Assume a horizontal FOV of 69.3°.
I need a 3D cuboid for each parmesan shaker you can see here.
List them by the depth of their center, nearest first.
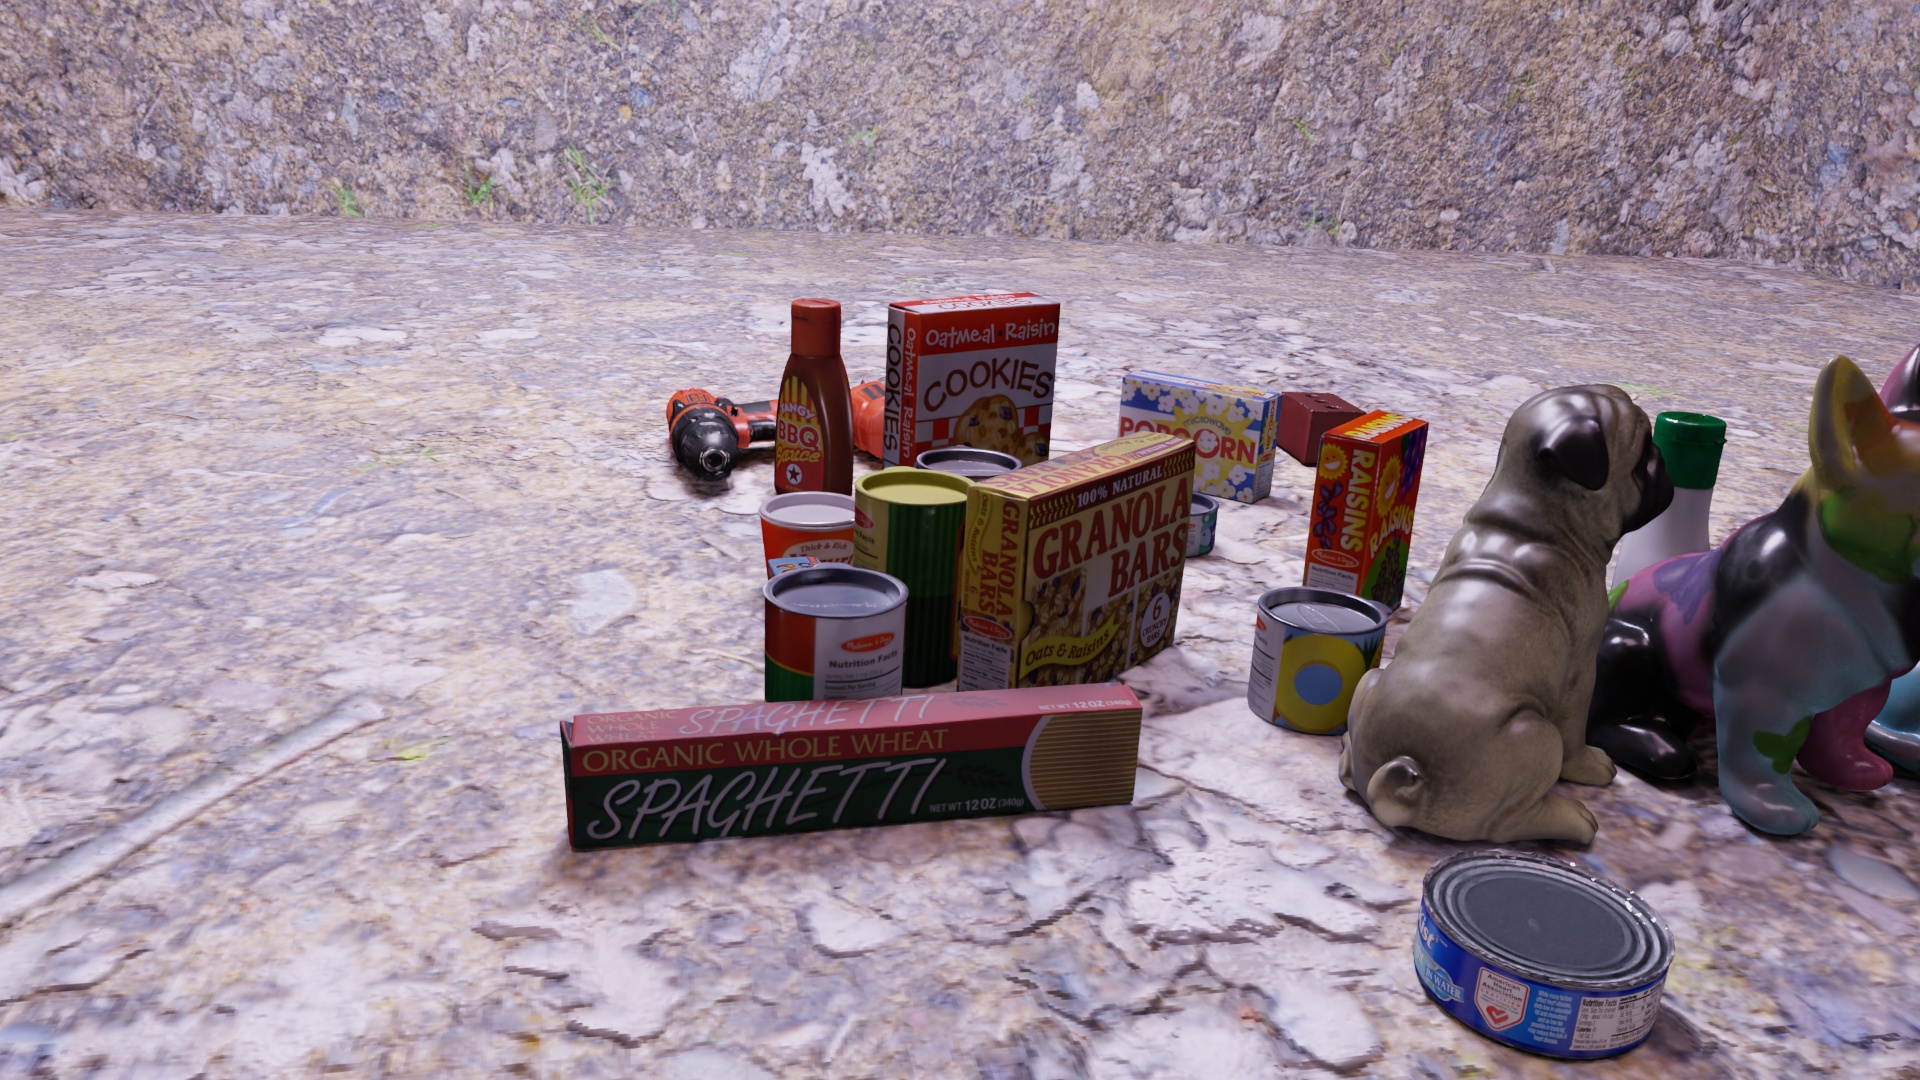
[{"bbox_3d":[-0.026,0.018,0.751,0.071,0.102,0.071,3,18,-1],"label":"parmesan shaker"}]

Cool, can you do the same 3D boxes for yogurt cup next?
[{"bbox_3d":[-0.091,0.004,0.859,0.072,0.053,0.072,3,18,-1],"label":"yogurt cup"}]

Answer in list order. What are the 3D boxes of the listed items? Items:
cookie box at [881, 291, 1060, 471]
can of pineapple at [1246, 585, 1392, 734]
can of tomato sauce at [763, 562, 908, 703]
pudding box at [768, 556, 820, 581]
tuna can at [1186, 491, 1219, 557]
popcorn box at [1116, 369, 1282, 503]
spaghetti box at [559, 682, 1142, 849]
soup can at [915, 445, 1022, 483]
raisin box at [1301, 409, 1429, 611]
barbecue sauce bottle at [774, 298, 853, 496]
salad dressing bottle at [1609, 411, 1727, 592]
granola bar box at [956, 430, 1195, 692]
[{"bbox_3d":[0.006,-0.082,0.954,0.123,0.166,0.040,-11,23,-38],"label":"cookie box"},{"bbox_3d":[0.188,0.062,0.727,0.071,0.057,0.071,3,18,-1],"label":"can of pineapple"},{"bbox_3d":[-0.060,0.061,0.651,0.071,0.082,0.071,3,18,-1],"label":"can of tomato sauce"},{"bbox_3d":[-0.082,0.044,0.749,0.030,0.049,0.084,-3,19,-19],"label":"pudding box"},{"bbox_3d":[0.149,-0.014,0.986,0.071,0.032,0.071,3,18,-1],"label":"tuna can"},{"bbox_3d":[0.190,-0.086,1.125,0.127,0.085,0.038,15,21,31],"label":"popcorn box"},{"bbox_3d":[-0.043,0.096,0.601,0.250,0.050,0.029,-2,19,-15],"label":"spaghetti box"},{"bbox_3d":[0.003,-0.011,0.873,0.071,0.083,0.071,3,18,-1],"label":"soup can"},{"bbox_3d":[0.247,-0.011,0.853,0.040,0.123,0.086,16,22,34],"label":"raisin box"},{"bbox_3d":[-0.108,-0.103,1.026,0.065,0.148,0.044,17,22,36],"label":"barbecue sauce bottle"},{"bbox_3d":[0.412,0.000,0.810,0.064,0.147,0.044,-11,23,-36],"label":"salad dressing bottle"},{"bbox_3d":[0.065,0.017,0.738,0.039,0.123,0.166,16,22,34],"label":"granola bar box"}]
